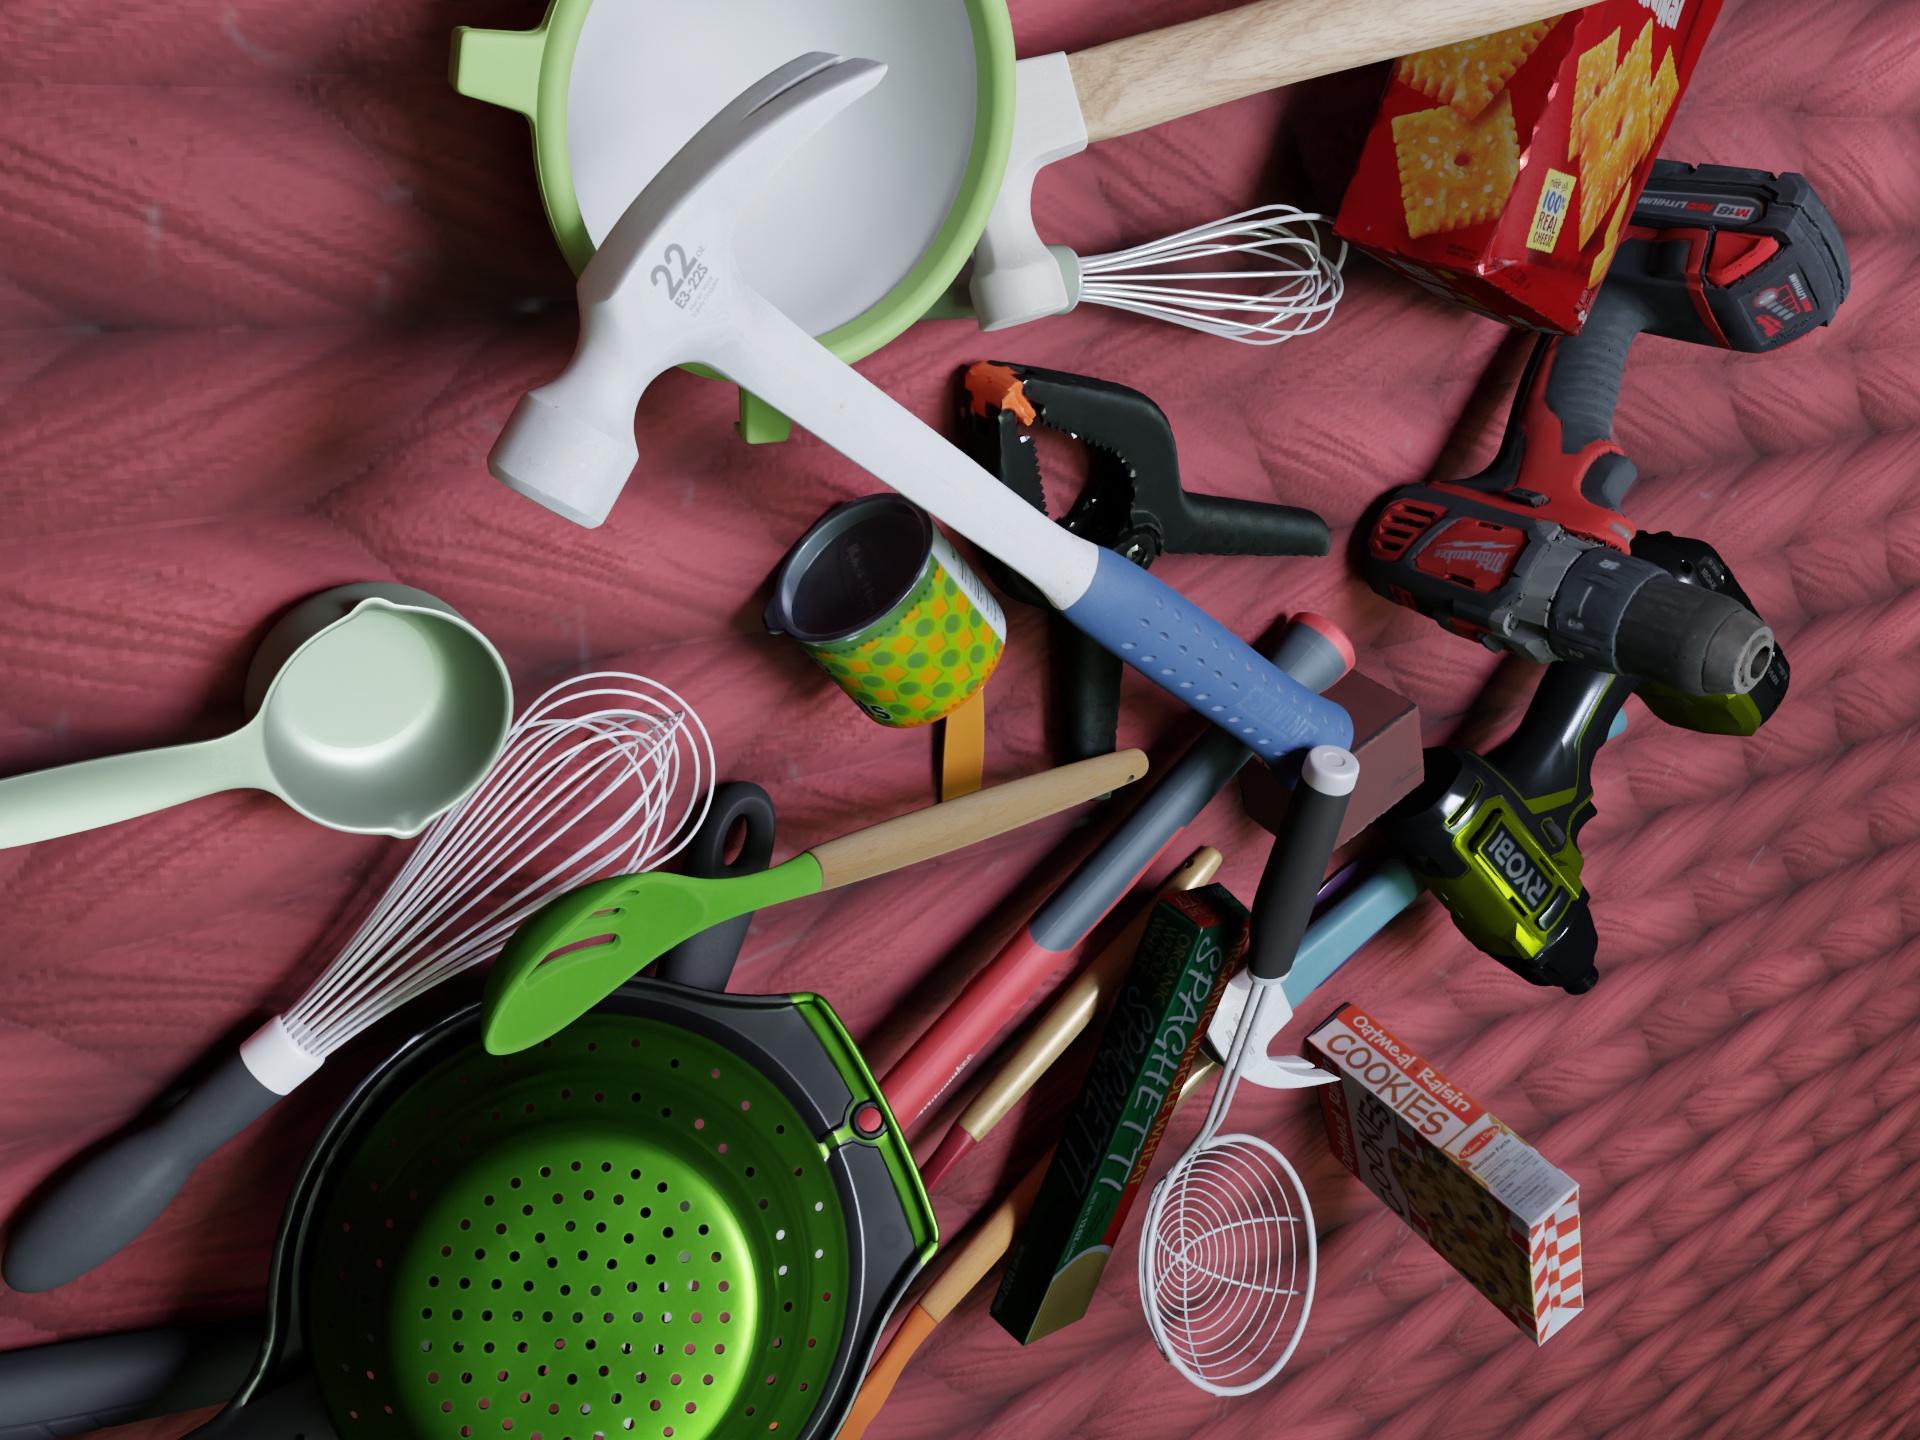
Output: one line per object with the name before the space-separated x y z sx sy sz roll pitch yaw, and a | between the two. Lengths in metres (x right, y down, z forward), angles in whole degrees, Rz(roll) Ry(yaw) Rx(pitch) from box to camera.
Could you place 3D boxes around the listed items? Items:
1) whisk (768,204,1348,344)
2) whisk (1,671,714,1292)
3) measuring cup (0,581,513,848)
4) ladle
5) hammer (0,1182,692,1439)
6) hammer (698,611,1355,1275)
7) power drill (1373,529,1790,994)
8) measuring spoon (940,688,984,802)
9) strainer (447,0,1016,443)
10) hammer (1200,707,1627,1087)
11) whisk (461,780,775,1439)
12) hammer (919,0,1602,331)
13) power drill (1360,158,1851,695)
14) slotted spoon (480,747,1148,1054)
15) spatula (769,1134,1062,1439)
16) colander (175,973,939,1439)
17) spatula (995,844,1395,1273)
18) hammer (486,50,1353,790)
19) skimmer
whisk | 0.044 -0.161 0.580 0.246 0.058 0.059 -10 150 -29
whisk | -0.198 0.089 0.527 0.284 0.070 0.070 -41 132 -6
measuring cup | -0.220 0.005 0.474 0.167 0.038 0.083 -16 123 -28
ladle | 0.021 0.175 0.750 0.315 0.069 0.031 -46 110 -15
hammer | -0.248 0.224 0.576 0.334 0.035 0.146 5 111 -39
hammer | 0.040 0.089 0.687 0.386 0.038 0.143 -46 165 -13
power drill | 0.335 0.024 0.847 0.171 0.080 0.223 45 77 -23
measuring spoon | -0.001 -0.002 0.659 0.021 0.011 0.116 -19 128 -30
strainer | -0.025 -0.218 0.471 0.256 0.069 0.151 -45 136 -5
hammer | 0.249 0.077 0.867 0.331 0.033 0.128 -35 115 -21
whisk | -0.121 0.164 0.585 0.073 0.073 0.296 24 79 -43
hammer | 0.146 -0.237 0.519 0.331 0.031 0.130 -17 99 0
power drill | 0.304 -0.125 0.705 0.080 0.188 0.227 29 90 -44
slotted spoon | -0.036 0.050 0.583 0.313 0.031 0.070 -16 145 -42
spatula | -0.006 0.273 0.799 0.322 0.041 0.080 -45 134 -14
colander | -0.190 0.216 0.485 0.397 0.094 0.204 -26 84 -15
spatula | 0.134 0.179 0.855 0.316 0.018 0.059 -42 126 -13
hammer | 0.037 -0.059 0.548 0.405 0.035 0.144 28 93 -47
skimmer | 0.154 0.175 0.744 0.127 0.090 0.363 -27 139 -38
